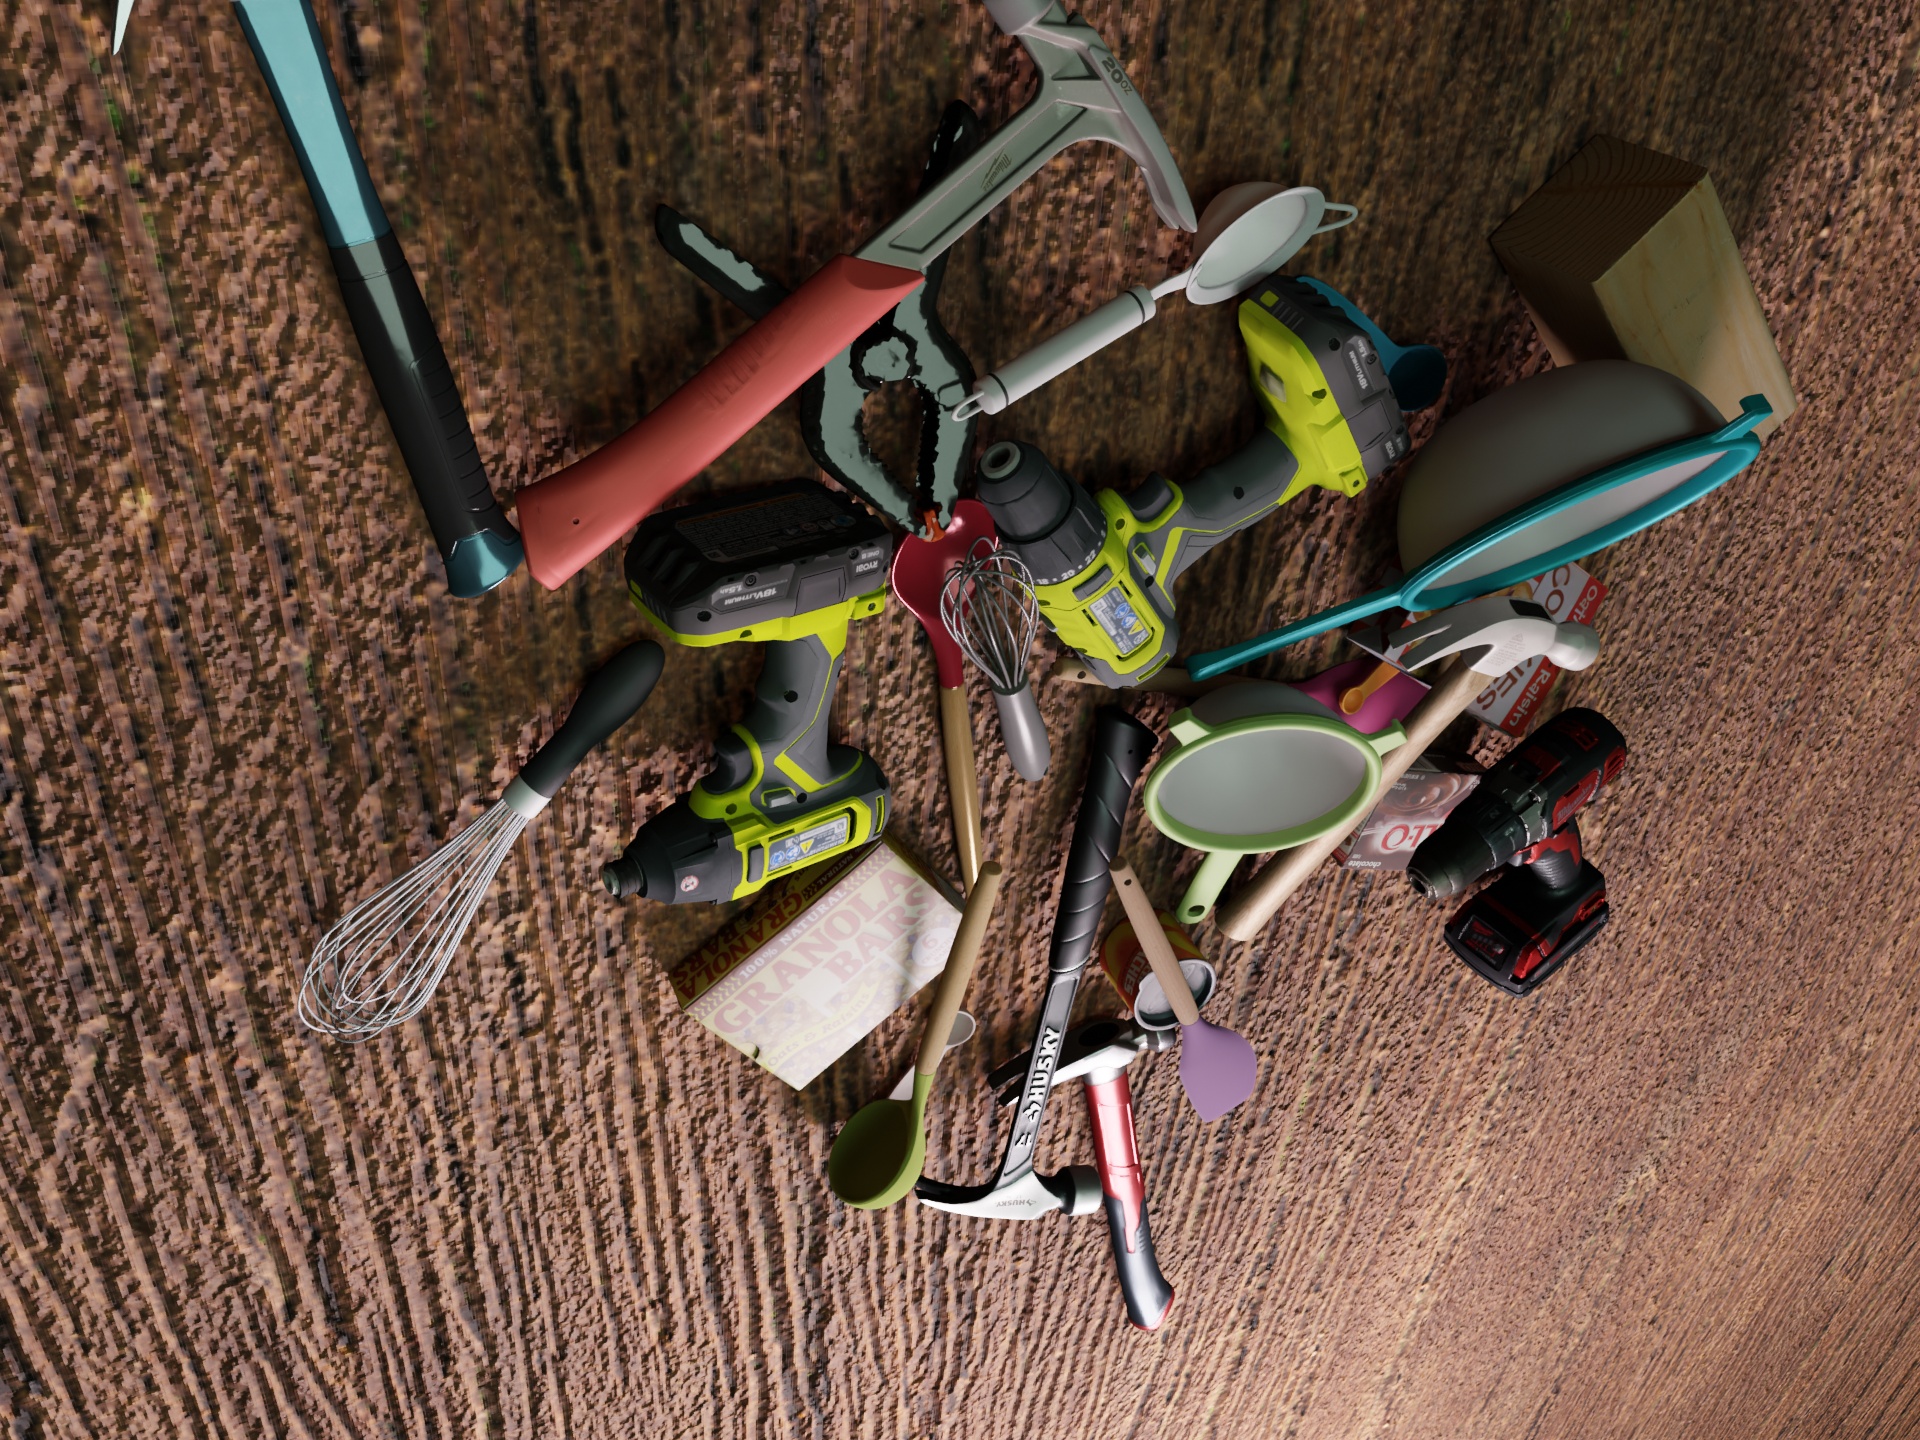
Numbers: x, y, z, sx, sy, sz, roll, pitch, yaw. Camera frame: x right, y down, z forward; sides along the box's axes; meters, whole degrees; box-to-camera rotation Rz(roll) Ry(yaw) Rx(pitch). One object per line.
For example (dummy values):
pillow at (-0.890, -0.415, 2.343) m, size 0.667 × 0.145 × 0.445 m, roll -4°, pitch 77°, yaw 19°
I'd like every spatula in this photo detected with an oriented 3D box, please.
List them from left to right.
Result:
spatula at (0.155, 0.191, 1.107) m, size 0.060 × 0.018 × 0.315 m, roll -32°, pitch 133°, yaw -4°

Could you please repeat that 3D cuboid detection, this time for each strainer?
strainer at (0.098, -0.223, 0.828) m, size 0.258 × 0.050 × 0.086 m, roll -34°, pitch 166°, yaw -17°
strainer at (0.183, 0.050, 1.068) m, size 0.151 × 0.069 × 0.256 m, roll 3°, pitch 145°, yaw -8°
strainer at (0.280, -0.125, 0.937) m, size 0.340 × 0.095 × 0.211 m, roll -22°, pitch 169°, yaw 11°

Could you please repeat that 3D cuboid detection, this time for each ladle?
ladle at (-0.029, 0.209, 1.039) m, size 0.062 × 0.078 × 0.320 m, roll 6°, pitch 128°, yaw -14°
ladle at (-0.002, -0.003, 0.965) m, size 0.069 × 0.031 × 0.315 m, roll -21°, pitch 131°, yaw -19°

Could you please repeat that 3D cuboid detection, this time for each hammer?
hammer at (-0.256, -0.198, 0.694) m, size 0.128 × 0.033 × 0.330 m, roll -21°, pitch 129°, yaw -14°
hammer at (-0.060, -0.182, 0.748) m, size 0.359 × 0.037 × 0.149 m, roll -41°, pitch 118°, yaw 0°
hammer at (0.065, 0.179, 1.093) m, size 0.149 × 0.036 × 0.408 m, roll 2°, pitch 114°, yaw -21°
hammer at (0.118, 0.385, 1.289) m, size 0.143 × 0.038 × 0.385 m, roll -21°, pitch 129°, yaw -11°
hammer at (0.277, 0.041, 1.083) m, size 0.130 × 0.031 × 0.331 m, roll 13°, pitch 130°, yaw -29°

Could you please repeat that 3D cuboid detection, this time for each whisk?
whisk at (-0.257, 0.064, 0.863) m, size 0.284 × 0.070 × 0.070 m, roll -49°, pitch 130°, yaw 4°
whisk at (0.028, -0.026, 0.923) m, size 0.055 × 0.055 × 0.238 m, roll -29°, pitch 149°, yaw -6°

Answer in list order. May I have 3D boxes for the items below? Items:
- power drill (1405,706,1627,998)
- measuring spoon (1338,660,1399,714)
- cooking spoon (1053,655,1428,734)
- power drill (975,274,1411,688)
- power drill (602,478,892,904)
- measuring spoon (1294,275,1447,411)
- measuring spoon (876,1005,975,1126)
power drill at (0.410, 0.113, 1.187) m, size 0.188 × 0.080 × 0.226 m, roll -36°, pitch 139°, yaw -15°
measuring spoon at (0.300, -0.046, 1.090) m, size 0.117 × 0.011 × 0.021 m, roll -42°, pitch 125°, yaw -12°
cooking spoon at (0.195, -0.020, 1.059) m, size 0.318 × 0.017 × 0.068 m, roll 5°, pitch 119°, yaw -31°
power drill at (0.126, -0.140, 0.894) m, size 0.228 × 0.080 × 0.190 m, roll -38°, pitch 138°, yaw 3°
power drill at (-0.114, -0.004, 0.857) m, size 0.171 × 0.080 × 0.223 m, roll -19°, pitch 131°, yaw -33°
measuring spoon at (0.237, -0.228, 0.941) m, size 0.128 × 0.021 × 0.042 m, roll 28°, pitch 109°, yaw -29°
measuring spoon at (-0.029, 0.245, 1.134) m, size 0.034 × 0.018 × 0.124 m, roll 20°, pitch 119°, yaw -25°
